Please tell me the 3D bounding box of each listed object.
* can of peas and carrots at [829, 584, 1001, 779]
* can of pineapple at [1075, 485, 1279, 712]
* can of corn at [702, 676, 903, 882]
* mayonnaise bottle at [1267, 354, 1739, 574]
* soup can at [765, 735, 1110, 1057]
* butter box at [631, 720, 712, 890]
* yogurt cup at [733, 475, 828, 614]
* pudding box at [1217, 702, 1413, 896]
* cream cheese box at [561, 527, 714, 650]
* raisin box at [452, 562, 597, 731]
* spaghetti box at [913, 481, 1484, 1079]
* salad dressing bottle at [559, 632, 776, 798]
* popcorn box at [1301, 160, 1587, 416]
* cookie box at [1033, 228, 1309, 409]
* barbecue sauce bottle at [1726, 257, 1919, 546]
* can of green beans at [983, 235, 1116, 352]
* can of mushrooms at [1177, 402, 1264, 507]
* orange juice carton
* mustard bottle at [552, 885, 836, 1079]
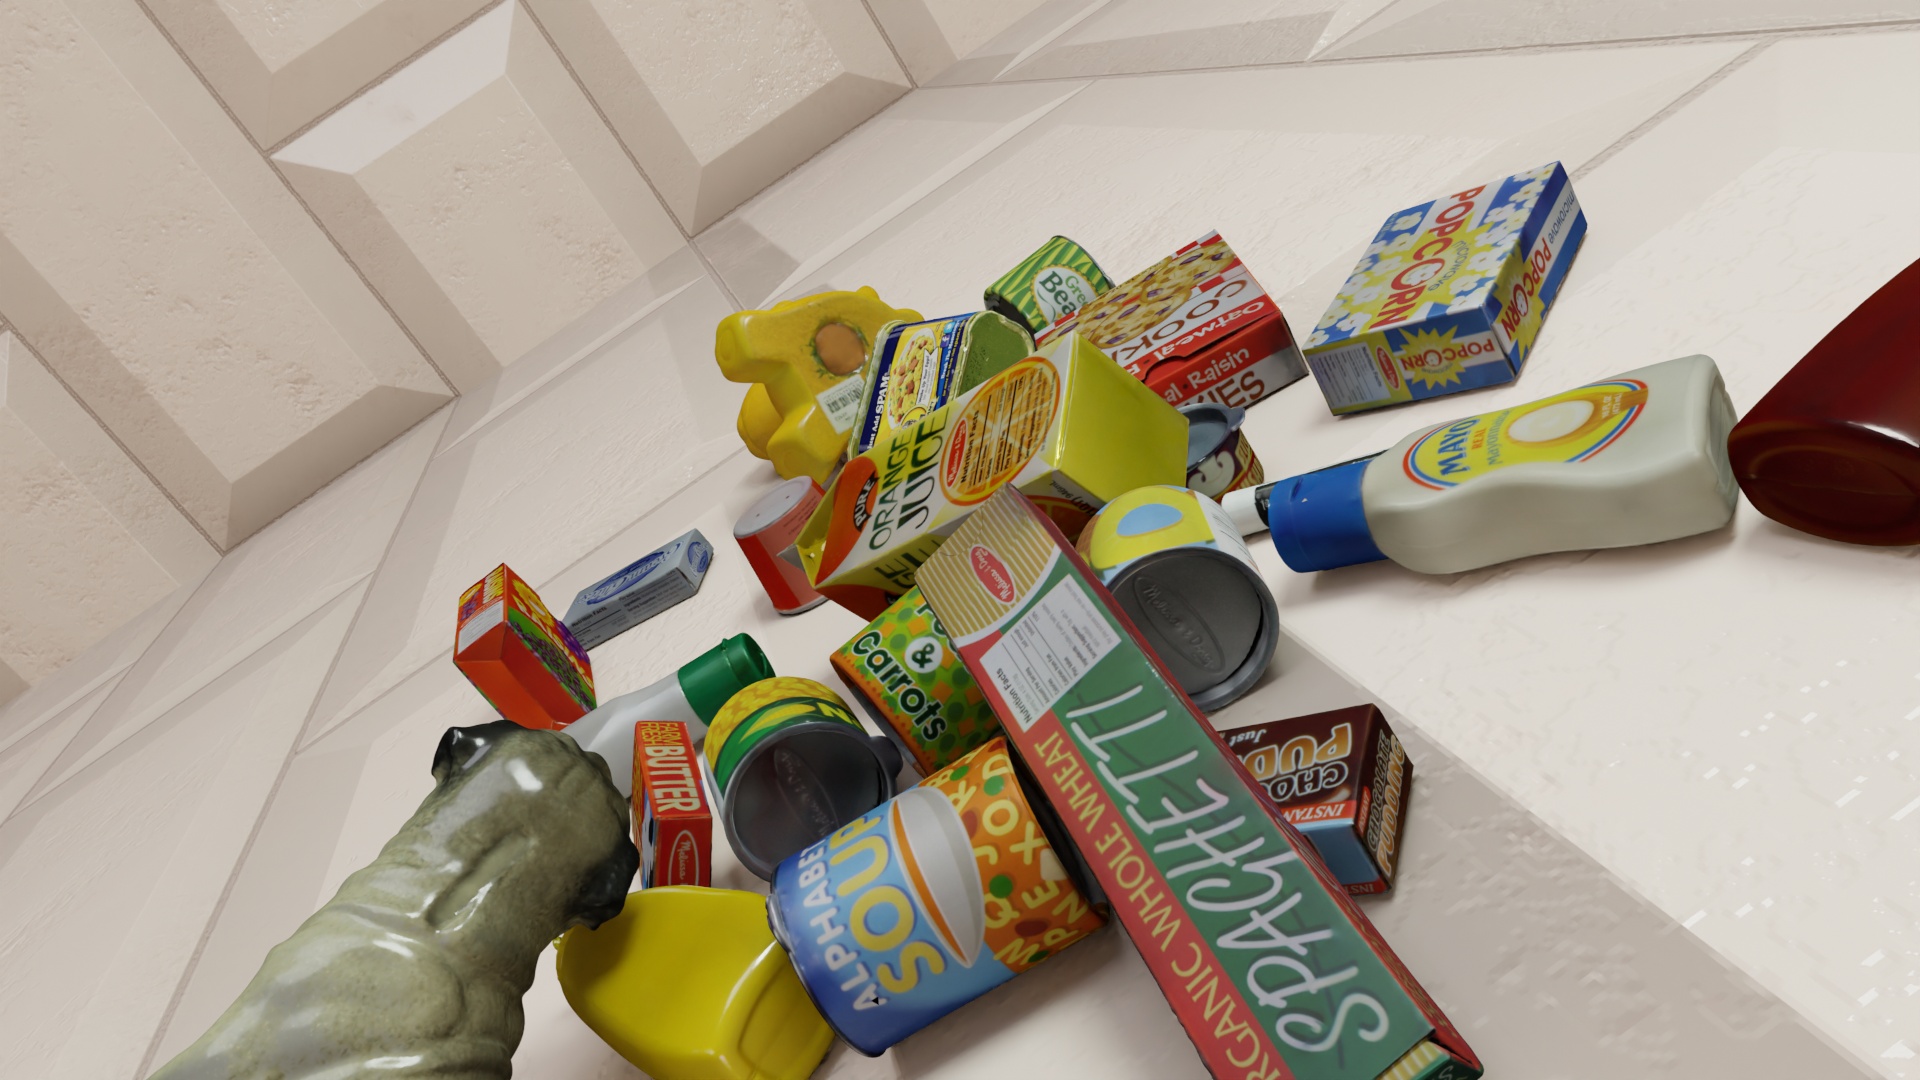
[{"bbox_3d":[-0.010,0.052,0.545,0.059,0.070,0.071,-39,22,-11],"label":"can of peas and carrots"},{"bbox_3d":[0.073,0.021,0.499,0.071,0.071,0.058,-29,21,11],"label":"can of pineapple"},{"bbox_3d":[-0.062,0.091,0.542,0.071,0.071,0.058,-37,22,-8],"label":"can of corn"},{"bbox_3d":[0.178,-0.018,0.470,0.148,0.041,0.065,-14,31,39],"label":"mayonnaise bottle"},{"bbox_3d":[-0.007,0.107,0.426,0.084,0.071,0.071,-31,22,6],"label":"soup can"},{"bbox_3d":[-0.123,0.118,0.586,0.024,0.053,0.104,1,14,-18],"label":"butter box"},{"bbox_3d":[-0.091,0.000,0.784,0.072,0.053,0.073,-29,23,14],"label":"yogurt cup"},{"bbox_3d":[0.086,0.081,0.408,0.083,0.030,0.050,-17,28,36],"label":"pudding box"},{"bbox_3d":[-0.216,0.034,0.926,0.103,0.024,0.053,-27,24,17],"label":"cream cheese box"},{"bbox_3d":[-0.259,0.070,0.830,0.040,0.086,0.123,-38,22,-6],"label":"raisin box"},{"bbox_3d":[0.049,0.065,0.395,0.050,0.028,0.251,-45,37,8],"label":"spaghetti box"},{"bbox_3d":[-0.162,0.098,0.695,0.147,0.044,0.064,-31,20,3],"label":"salad dressing bottle"},{"bbox_3d":[0.216,-0.112,0.614,0.085,0.038,0.127,-9,33,45],"label":"popcorn box"},{"bbox_3d":[0.105,-0.102,0.744,0.123,0.040,0.168,-29,23,12],"label":"cookie box"},{"bbox_3d":[0.291,-0.060,0.398,0.149,0.043,0.065,-40,23,-16],"label":"barbecue sauce bottle"},{"bbox_3d":[0.056,-0.147,0.870,0.058,0.071,0.071,-39,22,-11],"label":"can of green beans"},{"bbox_3d":[0.099,-0.029,0.611,0.071,0.033,0.071,-29,22,13],"label":"can of mushrooms"},{"bbox_3d":[0.002,-0.008,0.603,0.192,0.071,0.073,-26,42,42],"label":"orange juice carton"},{"bbox_3d":[-0.104,0.154,0.492,0.160,0.048,0.065,-6,41,50],"label":"mustard bottle"}]
